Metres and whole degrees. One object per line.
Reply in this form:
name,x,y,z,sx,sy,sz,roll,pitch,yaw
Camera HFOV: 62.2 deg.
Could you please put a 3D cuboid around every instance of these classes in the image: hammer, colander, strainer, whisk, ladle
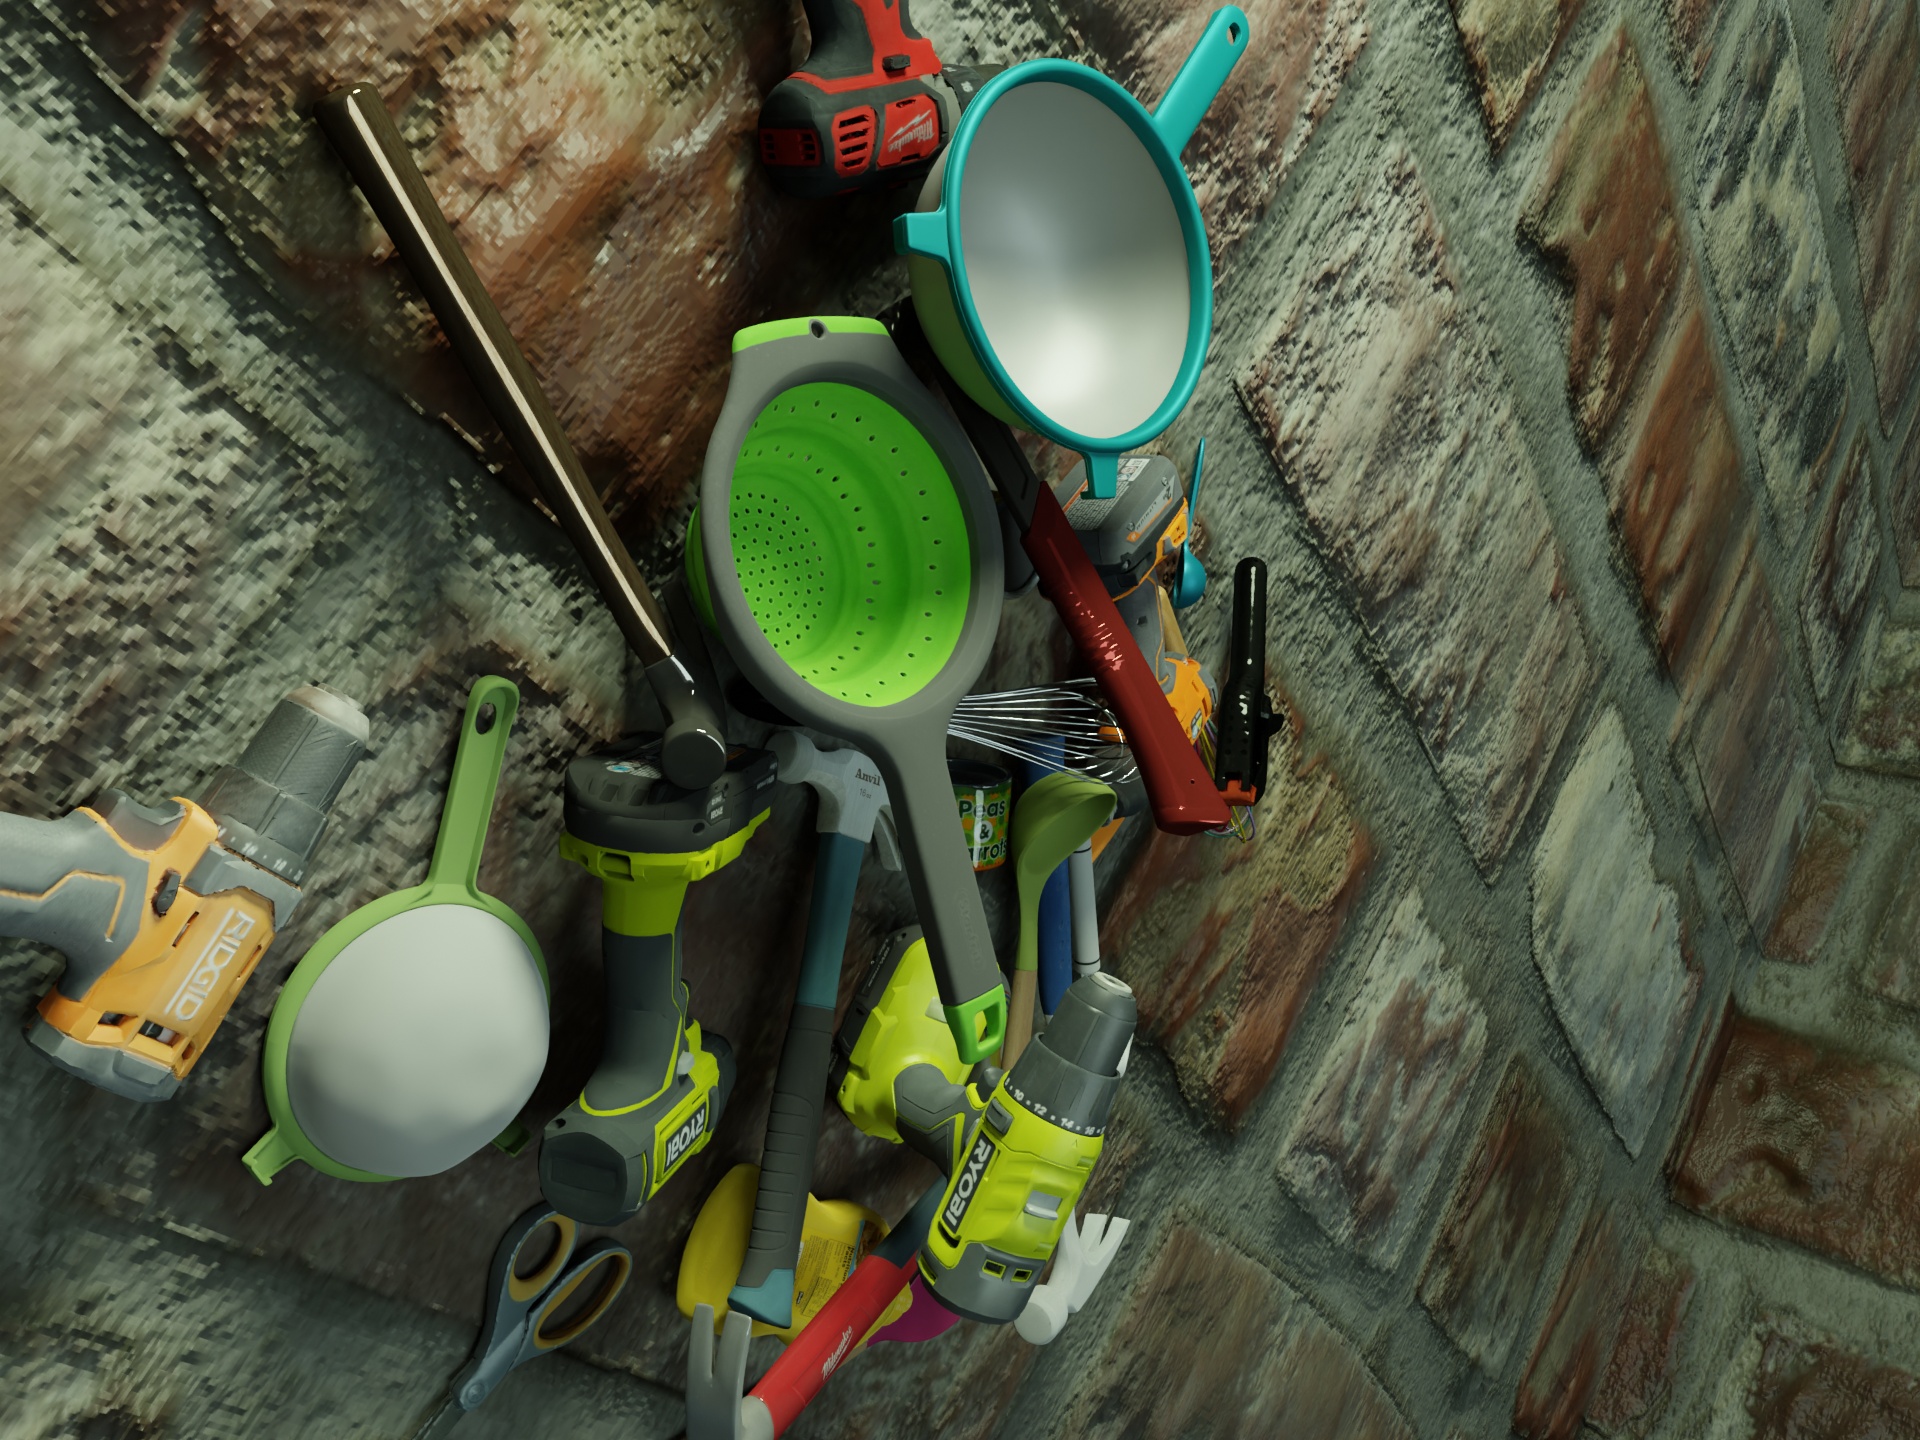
hammer,0.067,-0.095,0.945,0.149,0.037,0.359,-32,94,-37
hammer,-0.193,-0.128,0.733,0.031,0.130,0.331,-25,114,2
colander,-0.059,-0.009,0.854,0.204,0.094,0.397,-19,97,-45
strainer,0.070,-0.298,0.920,0.210,0.095,0.340,48,57,-31
whisk,-0.002,-0.004,0.953,0.284,0.070,0.070,6,97,-26
hammer,-0.046,0.318,0.955,0.386,0.038,0.143,-29,122,-63
ladle,0.050,0.190,1.033,0.078,0.062,0.320,3,95,-56
strainer,-0.236,0.108,0.763,0.151,0.069,0.256,10,95,-49
strainer,0.094,0.187,1.171,0.087,0.050,0.258,-16,111,-27
whisk,0.180,0.000,1.223,0.244,0.051,0.047,66,30,-30
hammer,0.069,0.211,1.110,0.144,0.035,0.405,-15,103,-62
hammer,-0.089,0.180,0.927,0.128,0.033,0.331,24,71,-49

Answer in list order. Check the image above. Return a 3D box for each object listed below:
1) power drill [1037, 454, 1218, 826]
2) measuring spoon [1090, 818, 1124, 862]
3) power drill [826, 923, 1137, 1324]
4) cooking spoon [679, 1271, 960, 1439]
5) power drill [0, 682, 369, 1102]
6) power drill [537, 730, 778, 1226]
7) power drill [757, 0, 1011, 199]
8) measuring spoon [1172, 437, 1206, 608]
power drill,0.108,-0.047,1.078,0.164,0.084,0.226,-53,138,-42
measuring spoon,0.106,0.079,1.182,0.117,0.011,0.021,-50,131,-22
power drill,0.011,0.206,0.922,0.080,0.229,0.190,23,94,-26
cooking spoon,-0.086,0.423,1.057,0.319,0.017,0.068,-16,112,-45
power drill,-0.348,0.028,0.613,0.185,0.084,0.226,-61,141,-16
power drill,-0.154,0.126,0.833,0.171,0.080,0.223,-35,133,-73
power drill,-0.036,-0.401,0.840,0.188,0.080,0.226,-30,124,-39
measuring spoon,0.177,-0.145,1.175,0.042,0.021,0.128,147,-48,-88
